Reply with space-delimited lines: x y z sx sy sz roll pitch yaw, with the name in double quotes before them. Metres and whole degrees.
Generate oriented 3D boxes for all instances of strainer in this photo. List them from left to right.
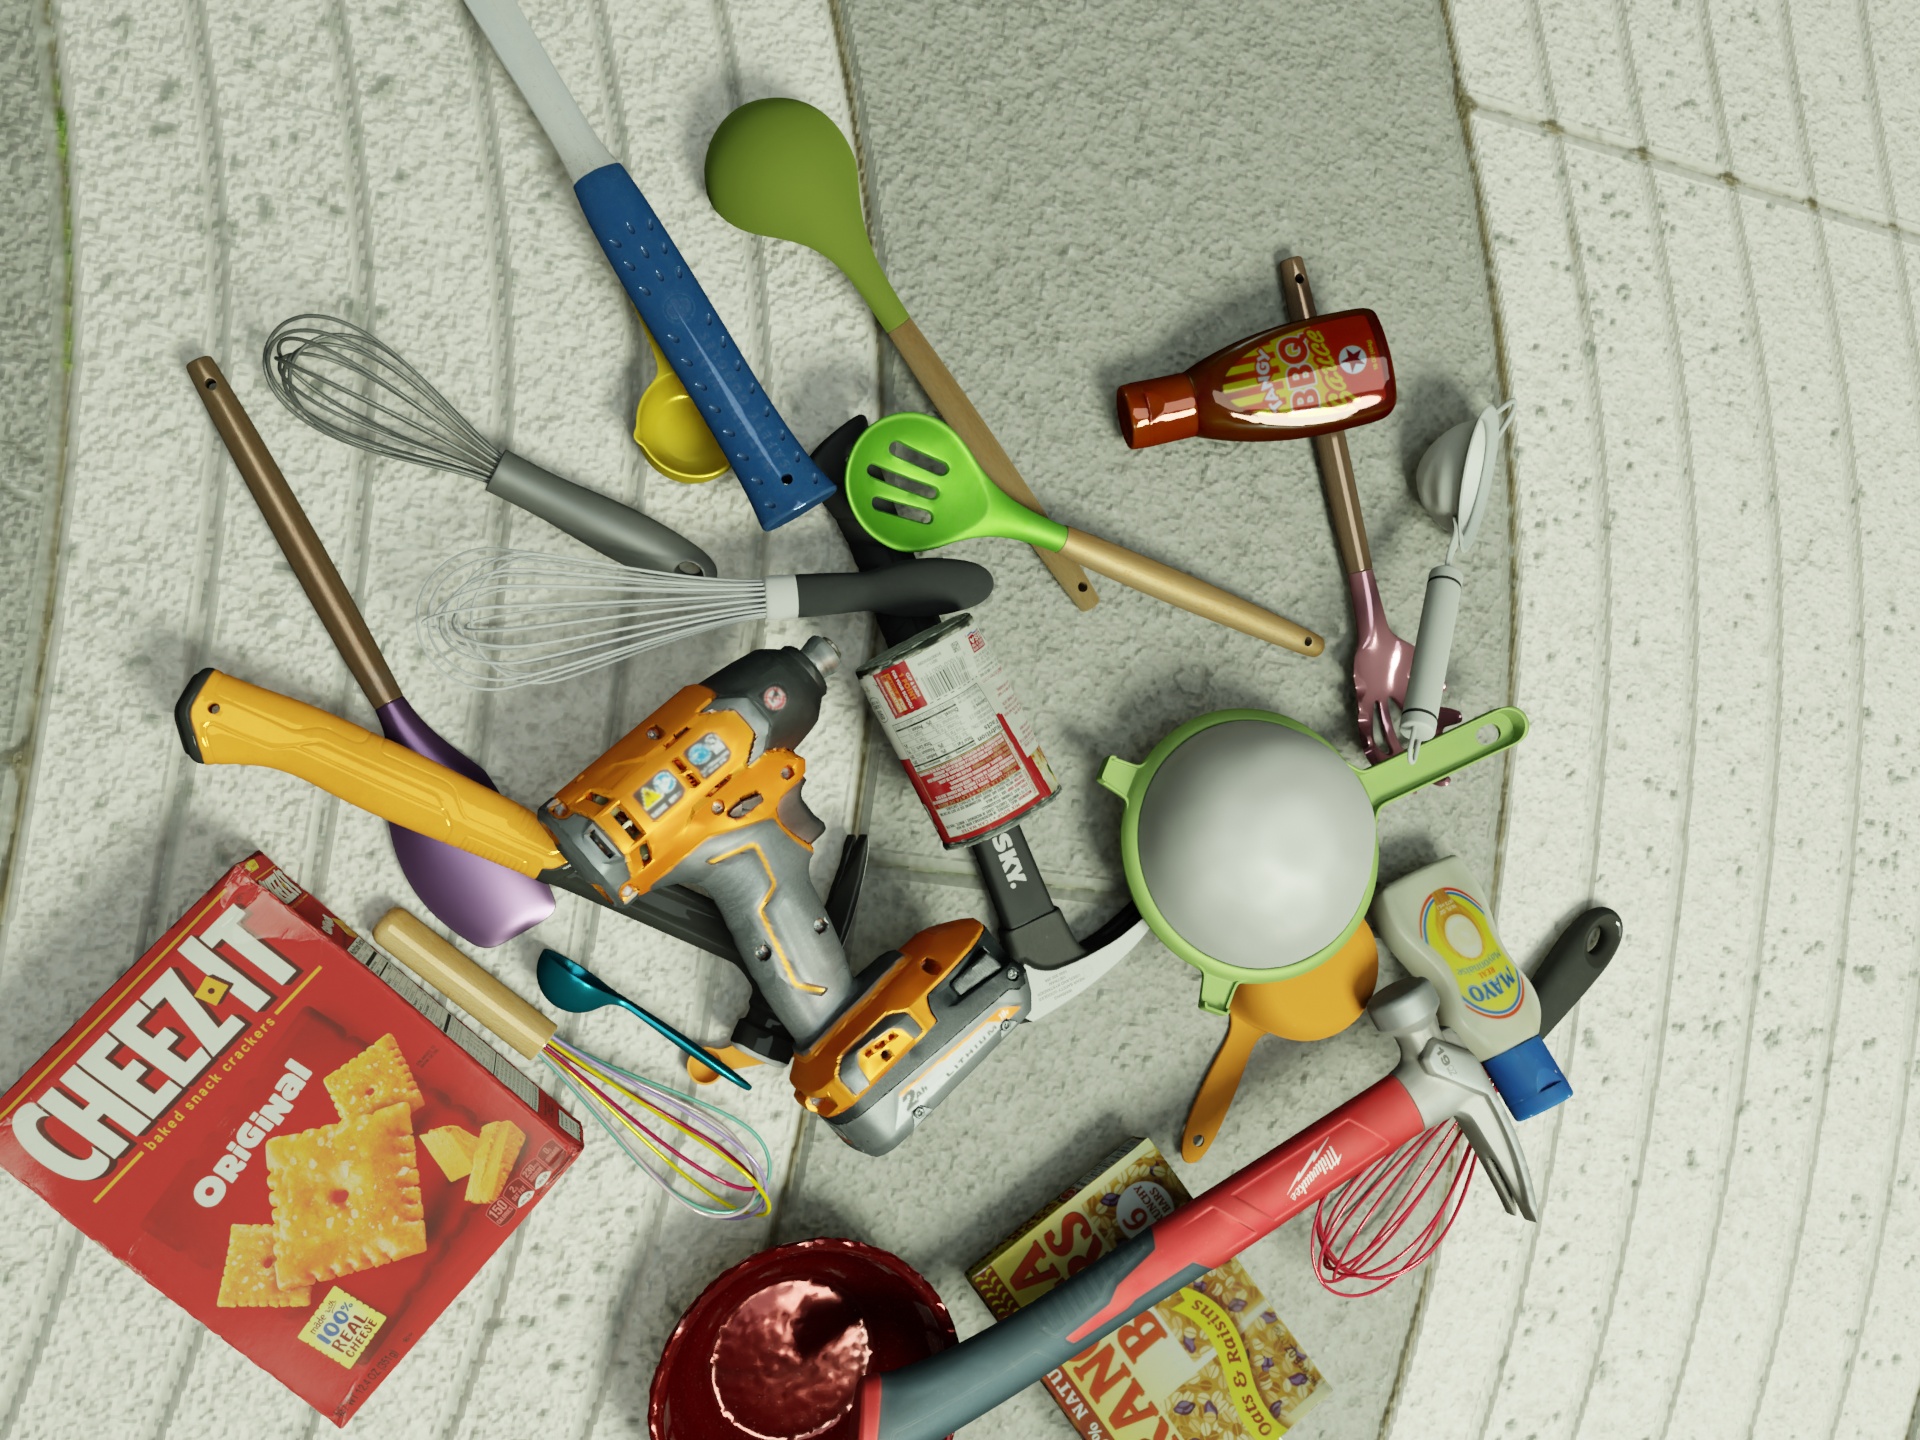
"strainer" 0.212 0.044 0.857 0.256 0.069 0.151 -23 86 -14
"strainer" 0.273 -0.086 0.899 0.050 0.086 0.259 6 59 23

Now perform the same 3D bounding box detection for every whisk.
"whisk" -0.226 -0.126 0.785 0.238 0.055 0.055 27 83 -19
"whisk" -0.189 0.173 0.797 0.245 0.047 0.051 41 79 -9
"whisk" -0.122 -0.060 0.789 0.284 0.070 0.070 -6 92 -12
"whisk" 0.304 0.218 0.937 0.296 0.073 0.073 -45 102 -18

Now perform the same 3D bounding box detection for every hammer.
"hammer" -0.209 0.052 0.780 0.336 0.034 0.127 26 78 -18
"hammer" -0.190 -0.274 0.780 0.144 0.035 0.405 -32 93 -14
"hammer" -0.001 -0.003 0.855 0.146 0.035 0.334 -23 96 -14
"hammer" 0.121 0.288 0.826 0.386 0.038 0.143 -28 88 -14

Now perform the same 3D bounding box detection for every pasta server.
"pasta server" 0.229 -0.114 0.921 0.060 0.040 0.316 -14 93 -11

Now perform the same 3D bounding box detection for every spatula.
"spatula" -0.294 -0.030 0.777 0.060 0.018 0.316 -28 99 -15

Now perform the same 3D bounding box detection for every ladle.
"ladle" -0.022 -0.188 0.852 0.078 0.062 0.320 -41 108 -14

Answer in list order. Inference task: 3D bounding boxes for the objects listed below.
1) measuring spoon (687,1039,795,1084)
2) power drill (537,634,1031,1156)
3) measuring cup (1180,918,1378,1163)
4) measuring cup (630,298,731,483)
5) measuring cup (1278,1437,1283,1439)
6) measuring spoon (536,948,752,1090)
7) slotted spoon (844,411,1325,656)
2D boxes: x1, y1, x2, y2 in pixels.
"measuring spoon" -0.089 0.169 0.844 0.117 0.011 0.021 -14 85 -19
"power drill" -0.070 0.077 0.772 0.164 0.084 0.226 -42 99 -17
"measuring cup" 0.174 0.175 0.897 0.095 0.052 0.174 30 80 -14
"measuring cup" -0.154 -0.196 0.818 0.062 0.029 0.156 -18 86 -16
"measuring cup" 0.133 0.466 0.896 0.083 0.038 0.167 17 87 -16
"measuring spoon" -0.162 0.158 0.803 0.128 0.042 0.021 37 82 -13
"slotted spoon" 0.074 -0.087 0.862 0.313 0.031 0.070 19 91 -25
